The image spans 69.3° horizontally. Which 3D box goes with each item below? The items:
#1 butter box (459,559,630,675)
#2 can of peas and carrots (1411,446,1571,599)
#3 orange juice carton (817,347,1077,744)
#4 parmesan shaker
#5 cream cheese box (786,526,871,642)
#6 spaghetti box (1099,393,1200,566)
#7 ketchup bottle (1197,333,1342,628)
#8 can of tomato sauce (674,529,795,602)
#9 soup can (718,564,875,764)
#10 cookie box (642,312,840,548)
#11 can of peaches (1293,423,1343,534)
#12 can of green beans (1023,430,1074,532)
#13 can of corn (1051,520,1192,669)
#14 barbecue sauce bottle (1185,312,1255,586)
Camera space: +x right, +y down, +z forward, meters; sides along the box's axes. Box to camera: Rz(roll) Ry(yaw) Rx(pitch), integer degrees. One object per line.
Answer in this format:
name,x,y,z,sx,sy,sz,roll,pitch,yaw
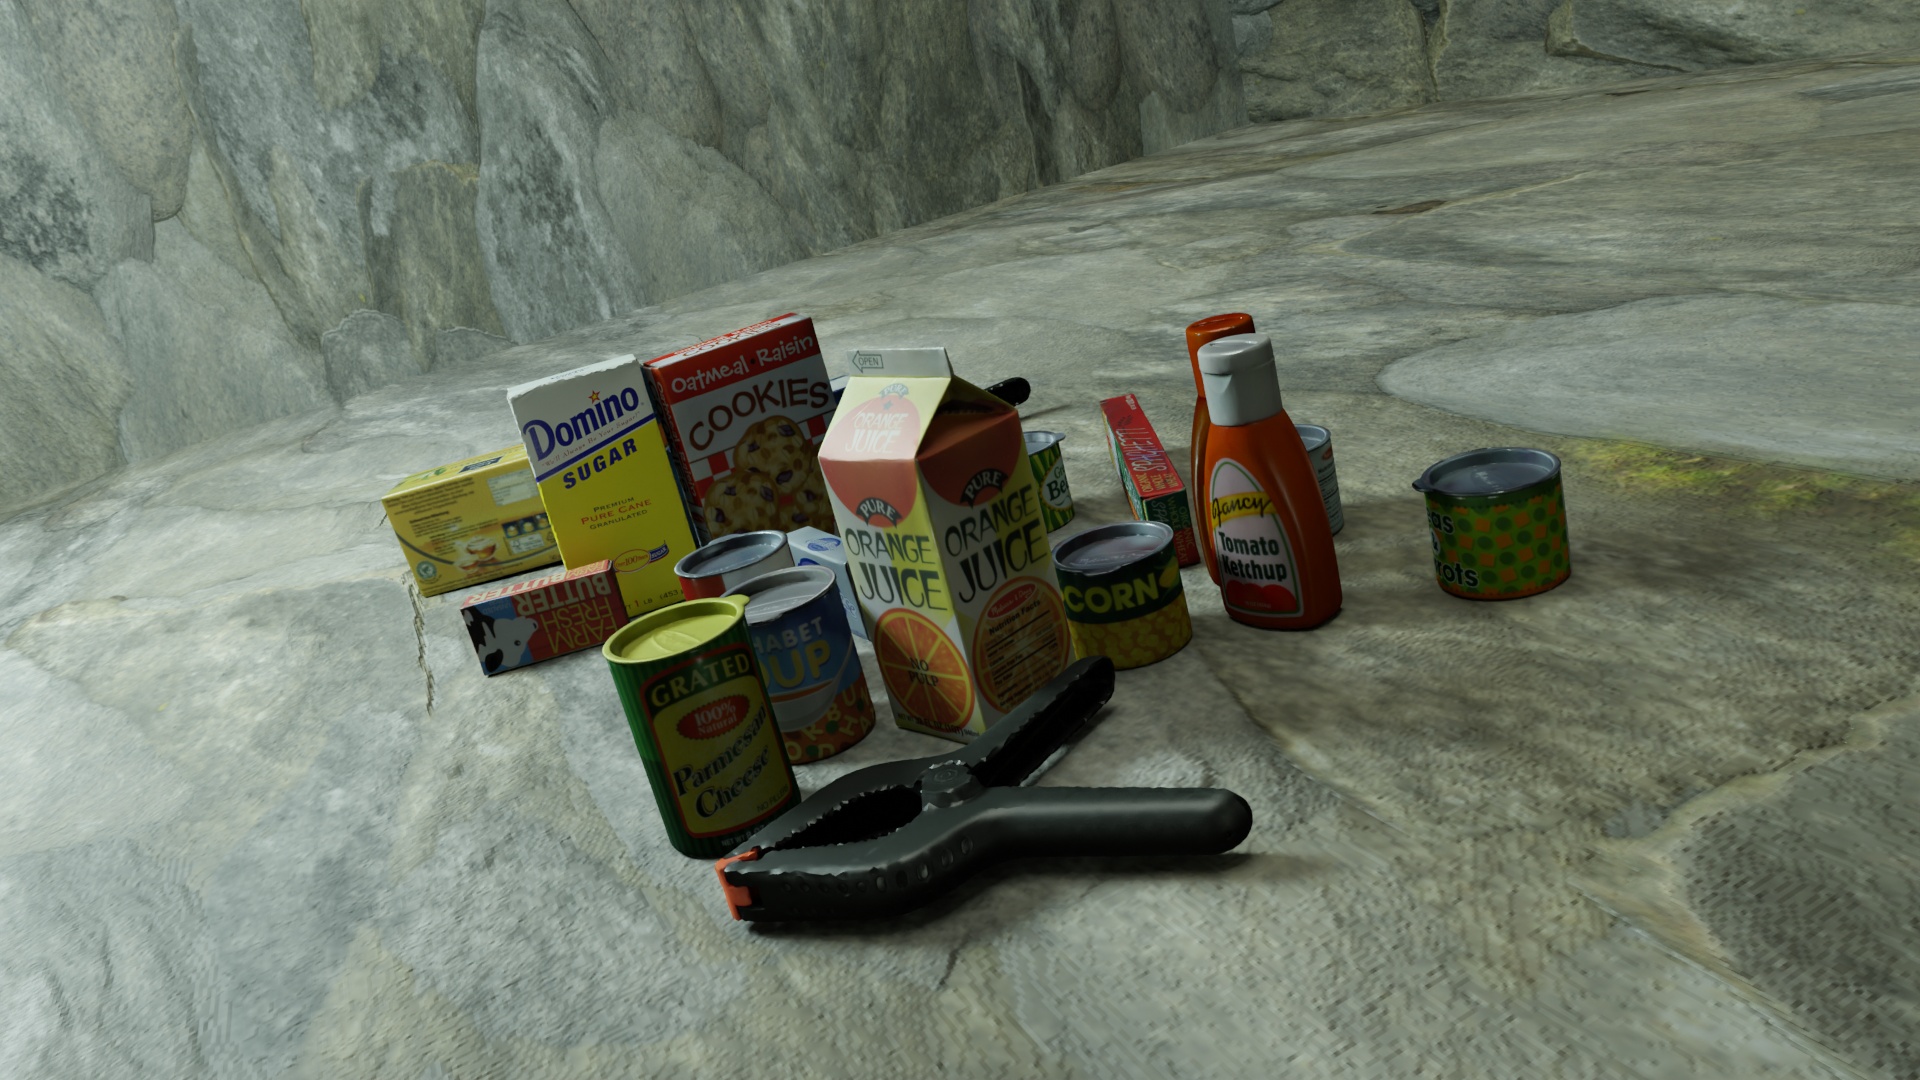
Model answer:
butter box,-0.281,0.052,0.949,0.103,0.053,0.024,-16,18,-3
can of peas and carrots,0.269,-0.009,0.702,0.071,0.058,0.071,-13,18,5
orange juice carton,-0.008,-0.003,0.683,0.072,0.192,0.073,5,26,46
parmesan shaker,-0.116,0.086,0.648,0.071,0.102,0.071,-13,18,5
cream cheese box,-0.078,0.026,0.873,0.024,0.053,0.104,-24,20,-25
spaghetti box,0.123,-0.045,0.933,0.029,0.050,0.251,-13,18,4
ketchup bottle,0.153,-0.030,0.710,0.044,0.148,0.064,-28,22,-36
can of tomato sauce,-0.122,0.044,0.806,0.071,0.082,0.071,-13,18,5
soup can,-0.086,0.065,0.716,0.071,0.083,0.071,-13,18,5
cookie box,-0.149,-0.070,1.023,0.123,0.167,0.040,-24,20,-26
can of peaches,0.190,-0.032,0.831,0.071,0.058,0.071,-13,18,5
can of green beans,0.042,-0.038,0.962,0.071,0.057,0.071,-13,18,5
can of corn,0.084,0.029,0.731,0.071,0.058,0.071,-13,18,5
barbecue sauce bottle,0.155,-0.049,0.764,0.065,0.148,0.044,-8,19,20
